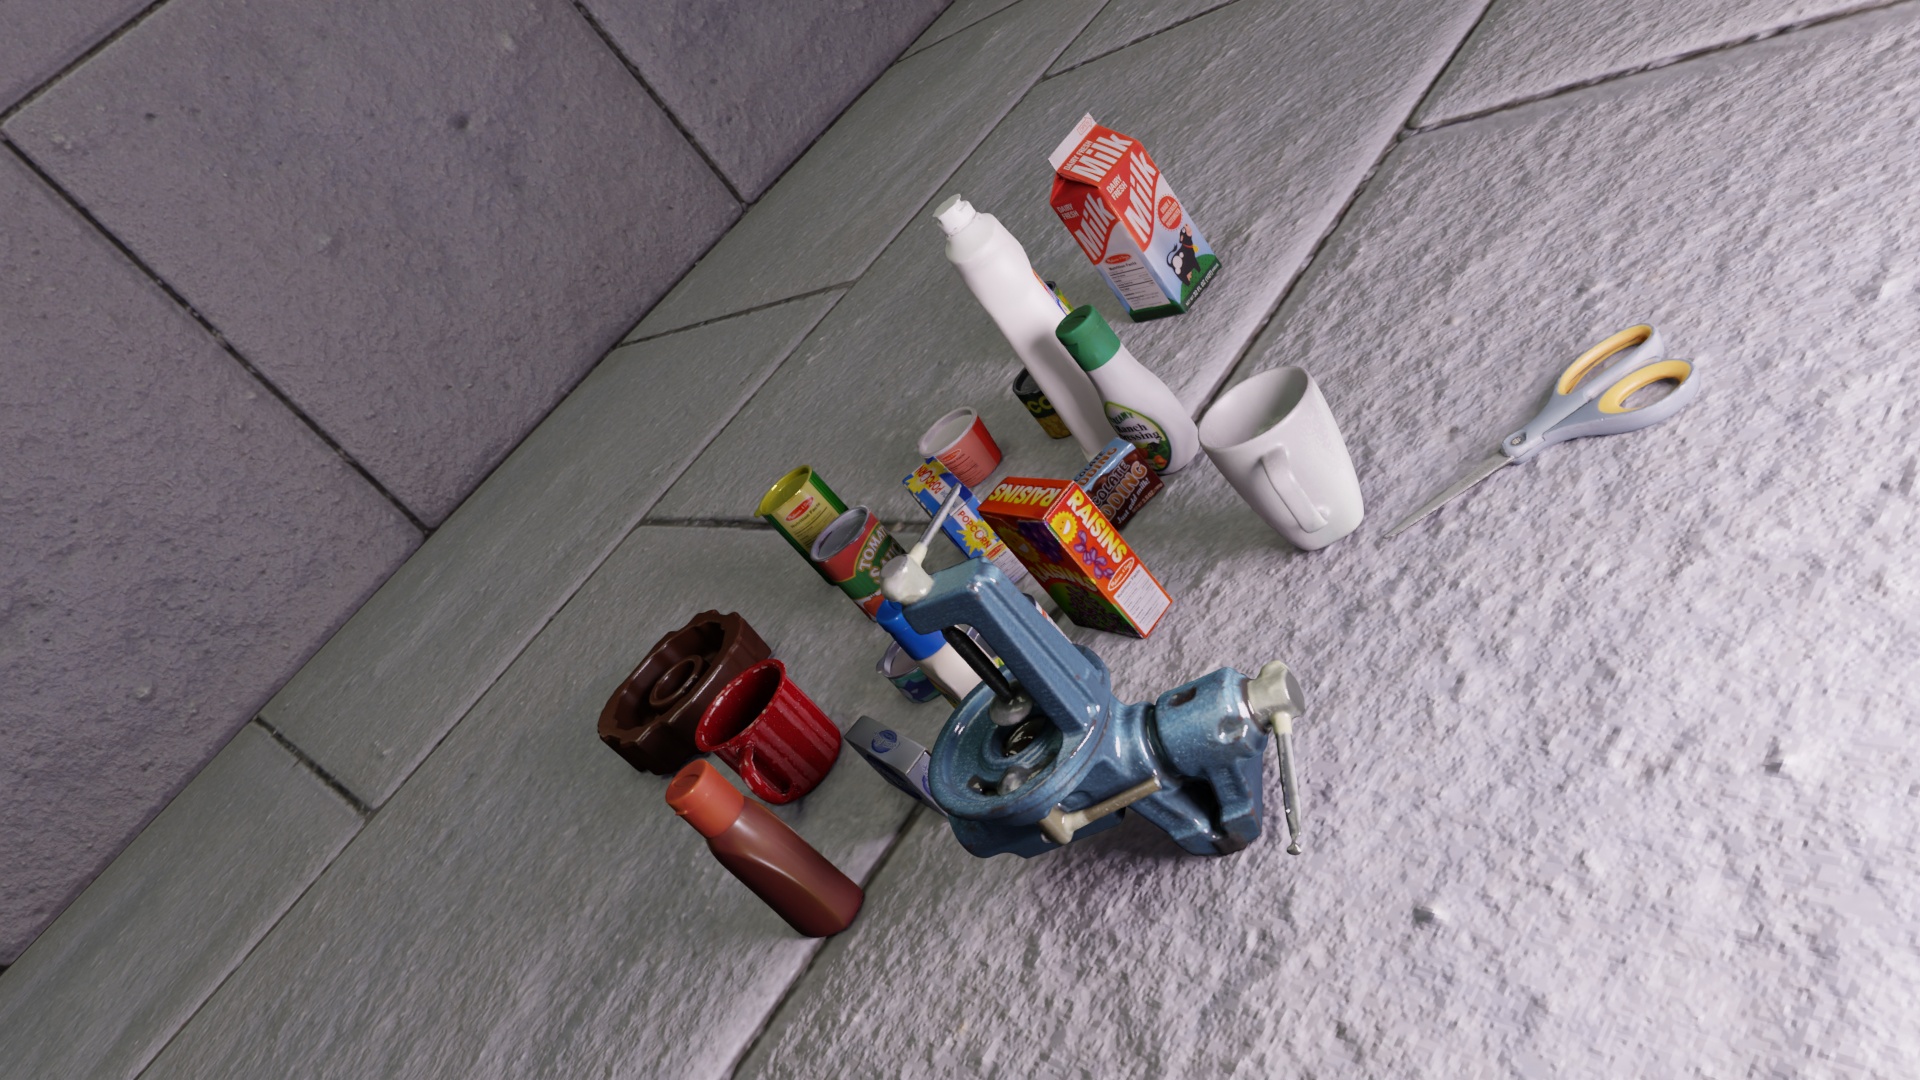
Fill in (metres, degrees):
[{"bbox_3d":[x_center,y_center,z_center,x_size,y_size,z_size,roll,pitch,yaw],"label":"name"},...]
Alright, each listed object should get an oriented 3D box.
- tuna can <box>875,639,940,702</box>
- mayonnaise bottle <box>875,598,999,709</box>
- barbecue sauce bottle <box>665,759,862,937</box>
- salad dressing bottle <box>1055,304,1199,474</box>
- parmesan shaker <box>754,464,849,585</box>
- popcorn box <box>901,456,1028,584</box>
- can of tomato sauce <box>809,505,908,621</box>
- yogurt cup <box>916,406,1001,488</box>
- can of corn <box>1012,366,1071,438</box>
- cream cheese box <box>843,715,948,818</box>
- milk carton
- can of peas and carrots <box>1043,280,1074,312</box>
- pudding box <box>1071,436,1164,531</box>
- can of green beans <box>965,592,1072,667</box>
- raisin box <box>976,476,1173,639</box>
[{"bbox_3d":[-0.030,0.094,1.094,0.071,0.032,0.071,-32,26,18],"label":"tuna can"},{"bbox_3d":[0.003,0.090,0.919,0.041,0.147,0.065,-46,25,-9],"label":"mayonnaise bottle"},{"bbox_3d":[-0.133,0.205,0.923,0.064,0.148,0.044,-16,35,43],"label":"barbecue sauce bottle"},{"bbox_3d":[0.129,-0.117,1.079,0.044,0.147,0.064,-52,27,-22],"label":"salad dressing bottle"},{"bbox_3d":[-0.139,-0.012,1.339,0.071,0.103,0.071,-32,26,18],"label":"parmesan shaker"},{"bbox_3d":[0.004,-0.015,1.162,0.038,0.085,0.127,-41,25,0],"label":"popcorn box"},{"bbox_3d":[-0.080,0.021,1.225,0.071,0.083,0.071,-32,26,18],"label":"can of tomato sauce"},{"bbox_3d":[0.002,-0.086,1.318,0.072,0.054,0.073,-32,26,18],"label":"yogurt cup"},{"bbox_3d":[0.090,-0.134,1.268,0.071,0.058,0.071,-32,26,18],"label":"can of corn"},{"bbox_3d":[-0.038,0.159,0.978,0.024,0.053,0.104,-48,26,-15],"label":"cream cheese box"},{"bbox_3d":[0.153,-0.301,1.293,0.073,0.190,0.072,-1,46,55],"label":"milk carton"},{"bbox_3d":[0.085,-0.220,1.413,0.071,0.058,0.071,-32,26,18],"label":"can of peas and carrots"},{"bbox_3d":[0.112,-0.035,1.086,0.084,0.049,0.030,-44,25,-6],"label":"pudding box"},{"bbox_3d":[0.043,0.080,0.985,0.071,0.057,0.071,-32,26,18],"label":"can of green beans"},{"bbox_3d":[0.079,0.011,0.970,0.040,0.123,0.086,-49,26,-17],"label":"raisin box"}]
